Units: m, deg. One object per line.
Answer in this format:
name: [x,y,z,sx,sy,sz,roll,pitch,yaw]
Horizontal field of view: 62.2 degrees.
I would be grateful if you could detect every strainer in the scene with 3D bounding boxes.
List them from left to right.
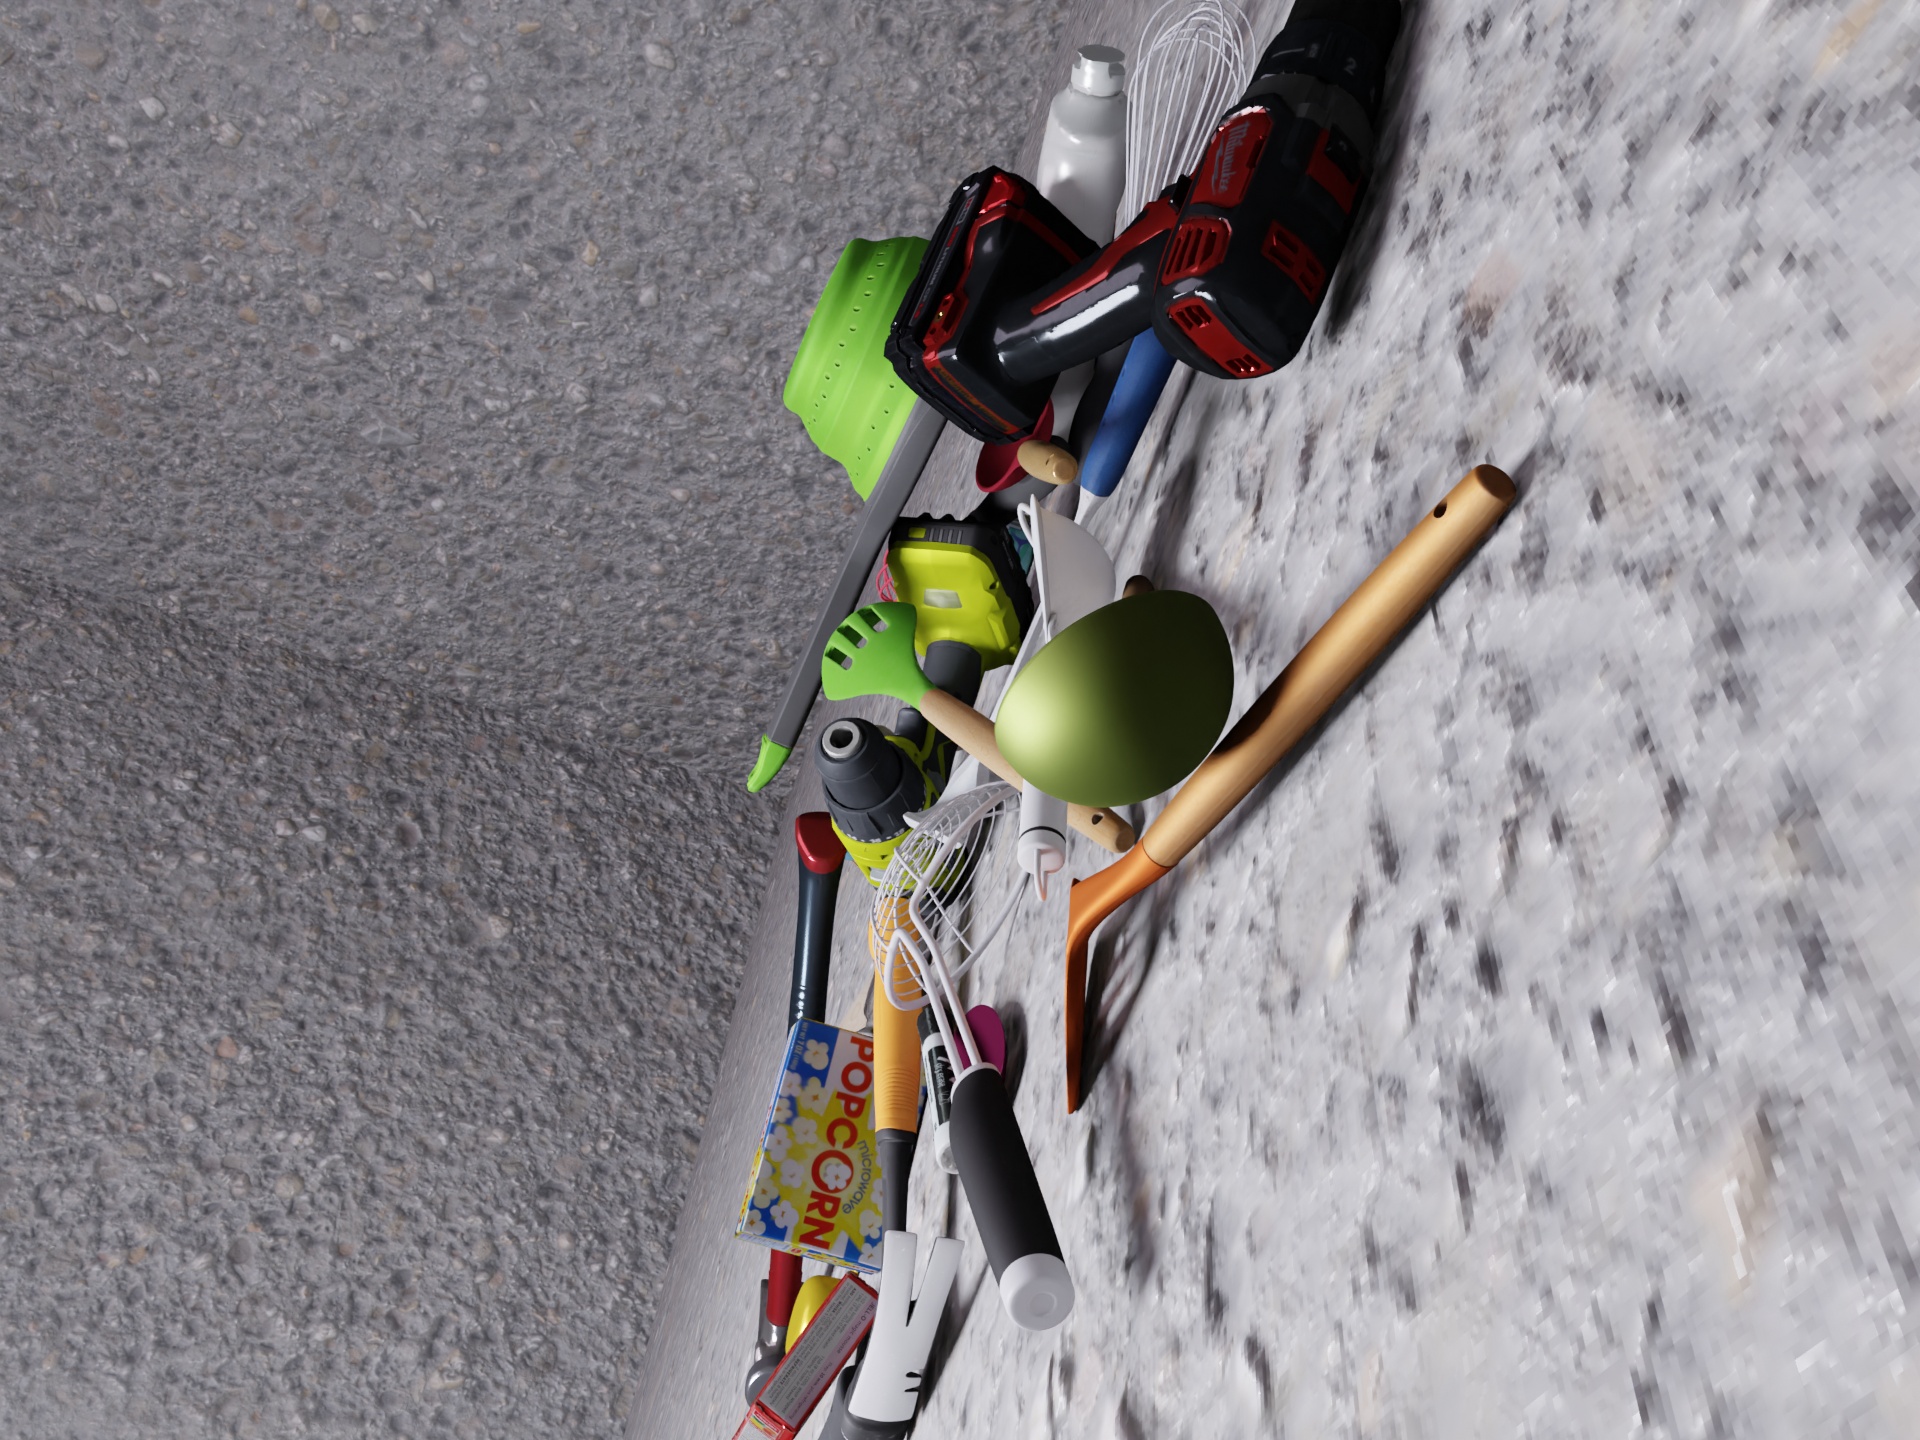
strainer: [0.043,-0.019,0.698,0.259,0.050,0.086,-83,-12,-47]

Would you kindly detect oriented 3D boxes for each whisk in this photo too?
whisk: [0.008,-0.124,1.079,0.296,0.073,0.073,144,143,-64]
whisk: [0.109,-0.273,0.928,0.070,0.070,0.284,-93,16,-69]

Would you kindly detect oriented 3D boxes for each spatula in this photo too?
spatula: [0.086,0.032,0.522,0.322,0.041,0.081,123,160,-49]

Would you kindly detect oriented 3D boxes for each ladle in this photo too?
ladle: [0.038,-0.138,0.819,0.069,0.031,0.315,-57,8,9]
ladle: [0.061,-0.035,0.604,0.078,0.062,0.320,-41,7,13]

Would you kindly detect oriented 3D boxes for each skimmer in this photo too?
skimmer: [0.022,0.128,0.660,0.363,0.090,0.127,-117,49,-69]

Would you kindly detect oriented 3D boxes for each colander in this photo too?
colander: [-0.080,-0.150,0.975,0.204,0.094,0.397,-122,56,-79]

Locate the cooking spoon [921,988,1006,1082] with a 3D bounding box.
cooking spoon: [-0.007,0.174,0.873,0.319,0.017,0.069,174,111,-81]

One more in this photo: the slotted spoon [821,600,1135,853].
slotted spoon: [-0.001,-0.002,0.779,0.070,0.031,0.314,-49,33,-3]

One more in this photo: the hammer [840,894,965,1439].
hammer: [-0.033,0.195,0.832,0.337,0.034,0.127,-94,16,-61]

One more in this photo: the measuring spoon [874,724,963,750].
measuring spoon: [-0.029,0.016,1.092,0.018,0.124,0.034,-11,89,41]

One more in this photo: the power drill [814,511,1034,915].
power drill: [-0.025,-0.014,0.990,0.190,0.080,0.229,65,-145,-57]

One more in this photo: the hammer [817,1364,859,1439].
hammer: [-0.096,0.451,0.830,0.146,0.035,0.334,-84,13,-57]

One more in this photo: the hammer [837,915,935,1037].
hammer: [-0.088,0.246,1.226,0.410,0.038,0.146,120,167,-59]

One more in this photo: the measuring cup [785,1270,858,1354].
measuring cup: [-0.074,0.323,0.971,0.062,0.029,0.156,-122,48,-80]

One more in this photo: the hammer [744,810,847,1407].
hammer: [-0.106,0.246,1.051,0.143,0.038,0.386,-109,25,-79]

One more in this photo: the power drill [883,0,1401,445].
power drill: [0.081,-0.217,0.679,0.227,0.080,0.188,-4,59,54]

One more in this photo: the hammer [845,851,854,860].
hammer: [-0.043,0.023,1.183,0.331,0.033,0.128,-60,-9,-68]

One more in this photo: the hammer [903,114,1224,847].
hammer: [0.066,-0.110,0.833,0.405,0.035,0.144,-67,-8,21]
